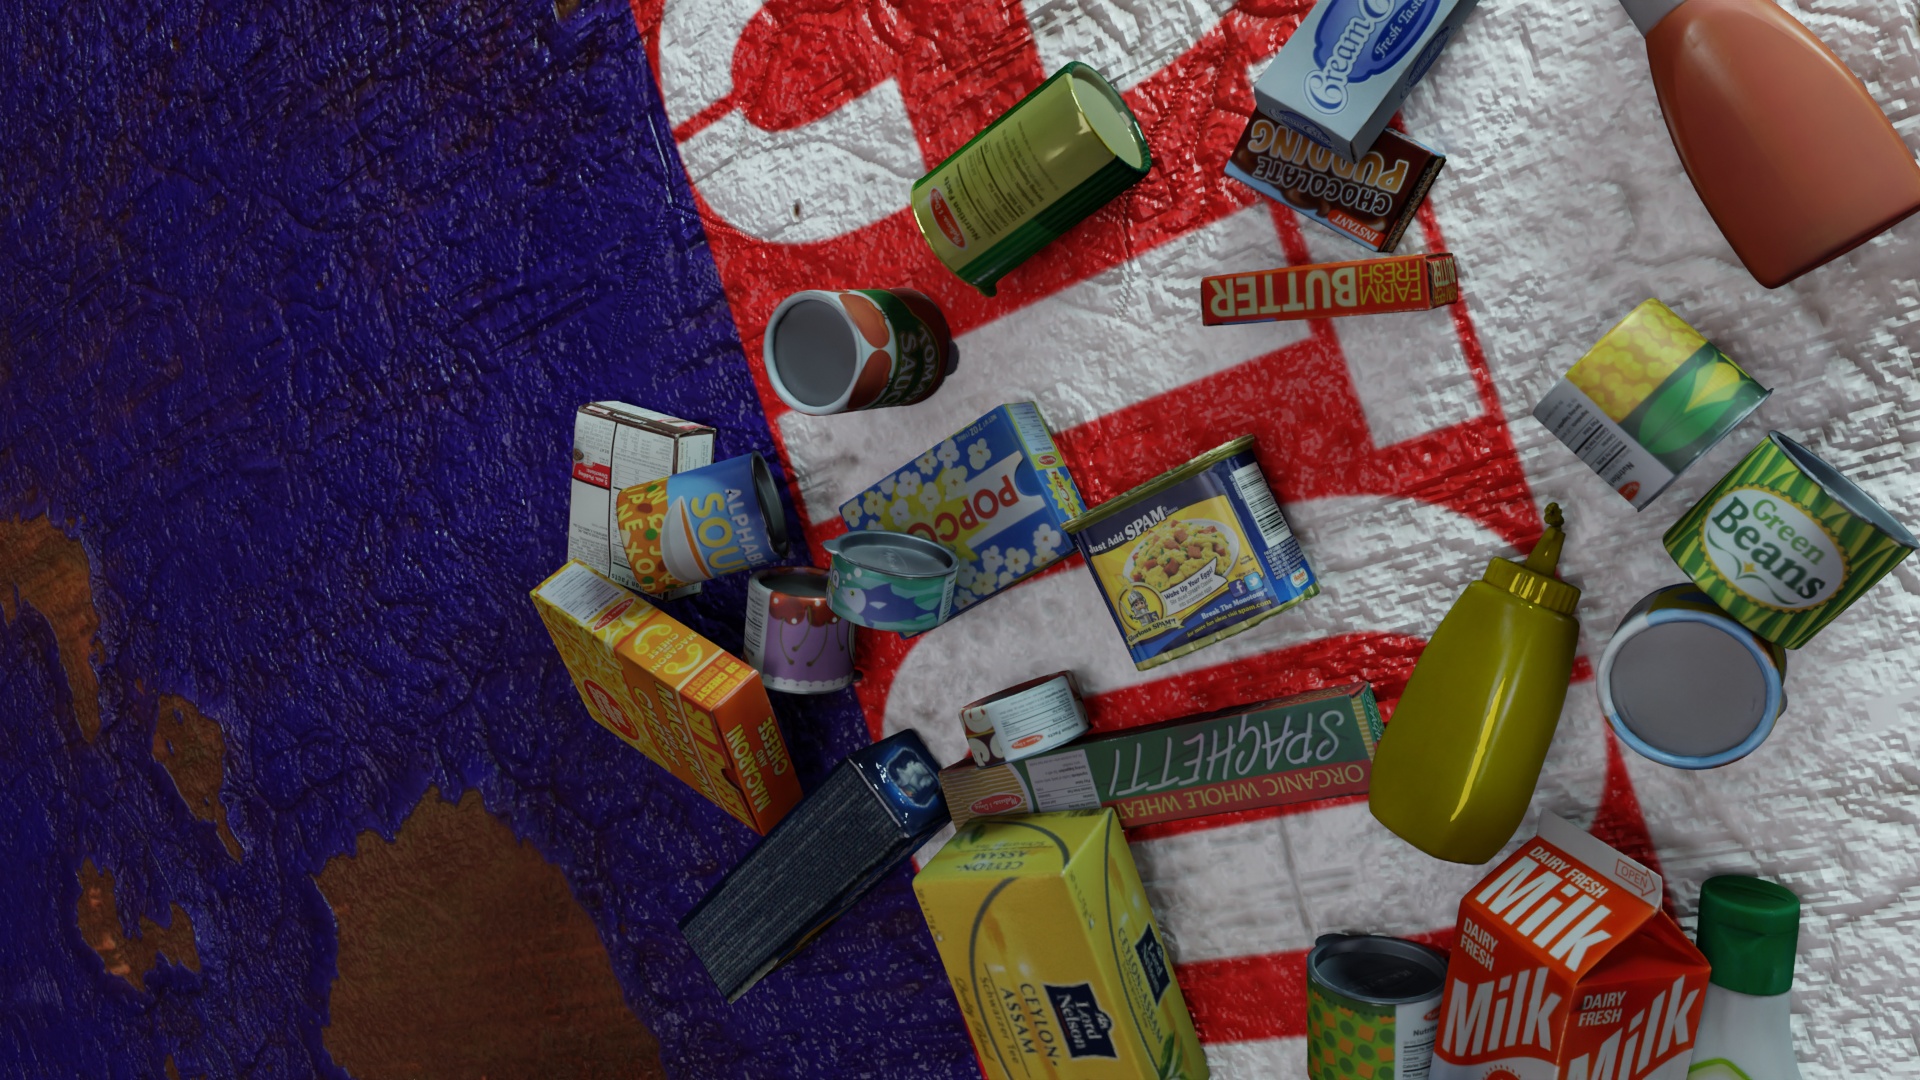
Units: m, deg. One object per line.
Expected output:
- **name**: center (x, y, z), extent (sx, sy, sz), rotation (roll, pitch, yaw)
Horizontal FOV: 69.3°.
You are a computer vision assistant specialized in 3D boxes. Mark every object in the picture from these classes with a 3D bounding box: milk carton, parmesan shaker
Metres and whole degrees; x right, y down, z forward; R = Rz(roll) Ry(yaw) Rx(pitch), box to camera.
- **milk carton**: center (0.257, 0.217, 0.596), extent (0.072, 0.073, 0.190), rotation (-145, 58, -67)
- **parmesan shaker**: center (0.036, -0.177, 0.687), extent (0.102, 0.071, 0.071), rotation (-30, 83, 32)

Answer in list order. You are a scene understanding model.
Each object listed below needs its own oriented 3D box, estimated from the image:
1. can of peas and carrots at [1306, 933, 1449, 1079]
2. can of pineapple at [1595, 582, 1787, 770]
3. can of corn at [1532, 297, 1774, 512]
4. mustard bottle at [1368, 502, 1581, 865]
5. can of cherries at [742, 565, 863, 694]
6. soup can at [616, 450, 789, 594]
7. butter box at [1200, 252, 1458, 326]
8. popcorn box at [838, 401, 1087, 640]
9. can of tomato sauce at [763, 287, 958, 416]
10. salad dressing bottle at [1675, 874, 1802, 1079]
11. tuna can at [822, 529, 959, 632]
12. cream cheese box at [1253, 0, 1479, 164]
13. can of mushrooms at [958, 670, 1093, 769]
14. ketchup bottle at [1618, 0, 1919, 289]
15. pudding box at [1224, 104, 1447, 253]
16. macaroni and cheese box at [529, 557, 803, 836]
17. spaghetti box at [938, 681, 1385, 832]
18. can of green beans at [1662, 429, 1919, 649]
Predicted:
- **can of peas and carrots**: center (0.196, 0.228, 0.659), extent (0.071, 0.071, 0.058), rotation (4, 101, 32)
- **can of pineapple**: center (0.300, 0.055, 0.566), extent (0.071, 0.058, 0.071), rotation (6, 102, 31)
- **can of corn**: center (0.277, -0.056, 0.557), extent (0.058, 0.071, 0.071), rotation (48, 120, 16)
- **mustard bottle**: center (0.234, 0.060, 0.607), extent (0.065, 0.049, 0.160), rotation (37, 109, 60)
- **can of cherries**: center (-0.090, 0.051, 0.809), extent (0.071, 0.072, 0.058), rotation (14, 105, 30)
- **soup can**: center (-0.149, -0.008, 0.810), extent (0.084, 0.071, 0.071), rotation (-16, 90, 2)
- **butter box**: center (0.165, -0.112, 0.624), extent (0.103, 0.053, 0.024), rotation (1, 101, 32)
- **popcorn box**: center (0.003, -0.009, 0.754), extent (0.126, 0.038, 0.085), rotation (-30, 81, 33)
- **can of tomato sauce**: center (-0.053, -0.101, 0.745), extent (0.071, 0.083, 0.071), rotation (6, 102, 32)
- **salad dressing bottle**: center (0.327, 0.217, 0.586), extent (0.064, 0.044, 0.147), rotation (7, 102, 39)
- **tuna can**: center (-0.038, 0.020, 0.718), extent (0.071, 0.071, 0.032), rotation (20, 110, 28)
- **cream cheese box**: center (0.177, -0.218, 0.593), extent (0.053, 0.024, 0.103), rotation (38, 93, 23)
- **can of mushrooms**: center (0.033, 0.095, 0.738), extent (0.071, 0.071, 0.033), rotation (-22, 87, 33)
- **ketchup bottle**: center (0.300, -0.174, 0.533), extent (0.064, 0.044, 0.149), rotation (-33, 80, 31)
- **pudding box**: center (0.167, -0.169, 0.626), extent (0.084, 0.030, 0.049), rotation (36, 116, 22)
- **macaroni and cheese box**: center (-0.178, 0.095, 0.842), extent (0.167, 0.040, 0.123), rotation (26, 145, 33)
- **spaghetti box**: center (0.100, 0.121, 0.721), extent (0.249, 0.029, 0.050), rotation (-17, 90, 33)
- **can of green beans**: center (0.320, 0.000, 0.539), extent (0.071, 0.071, 0.057), rotation (45, 119, 17)
